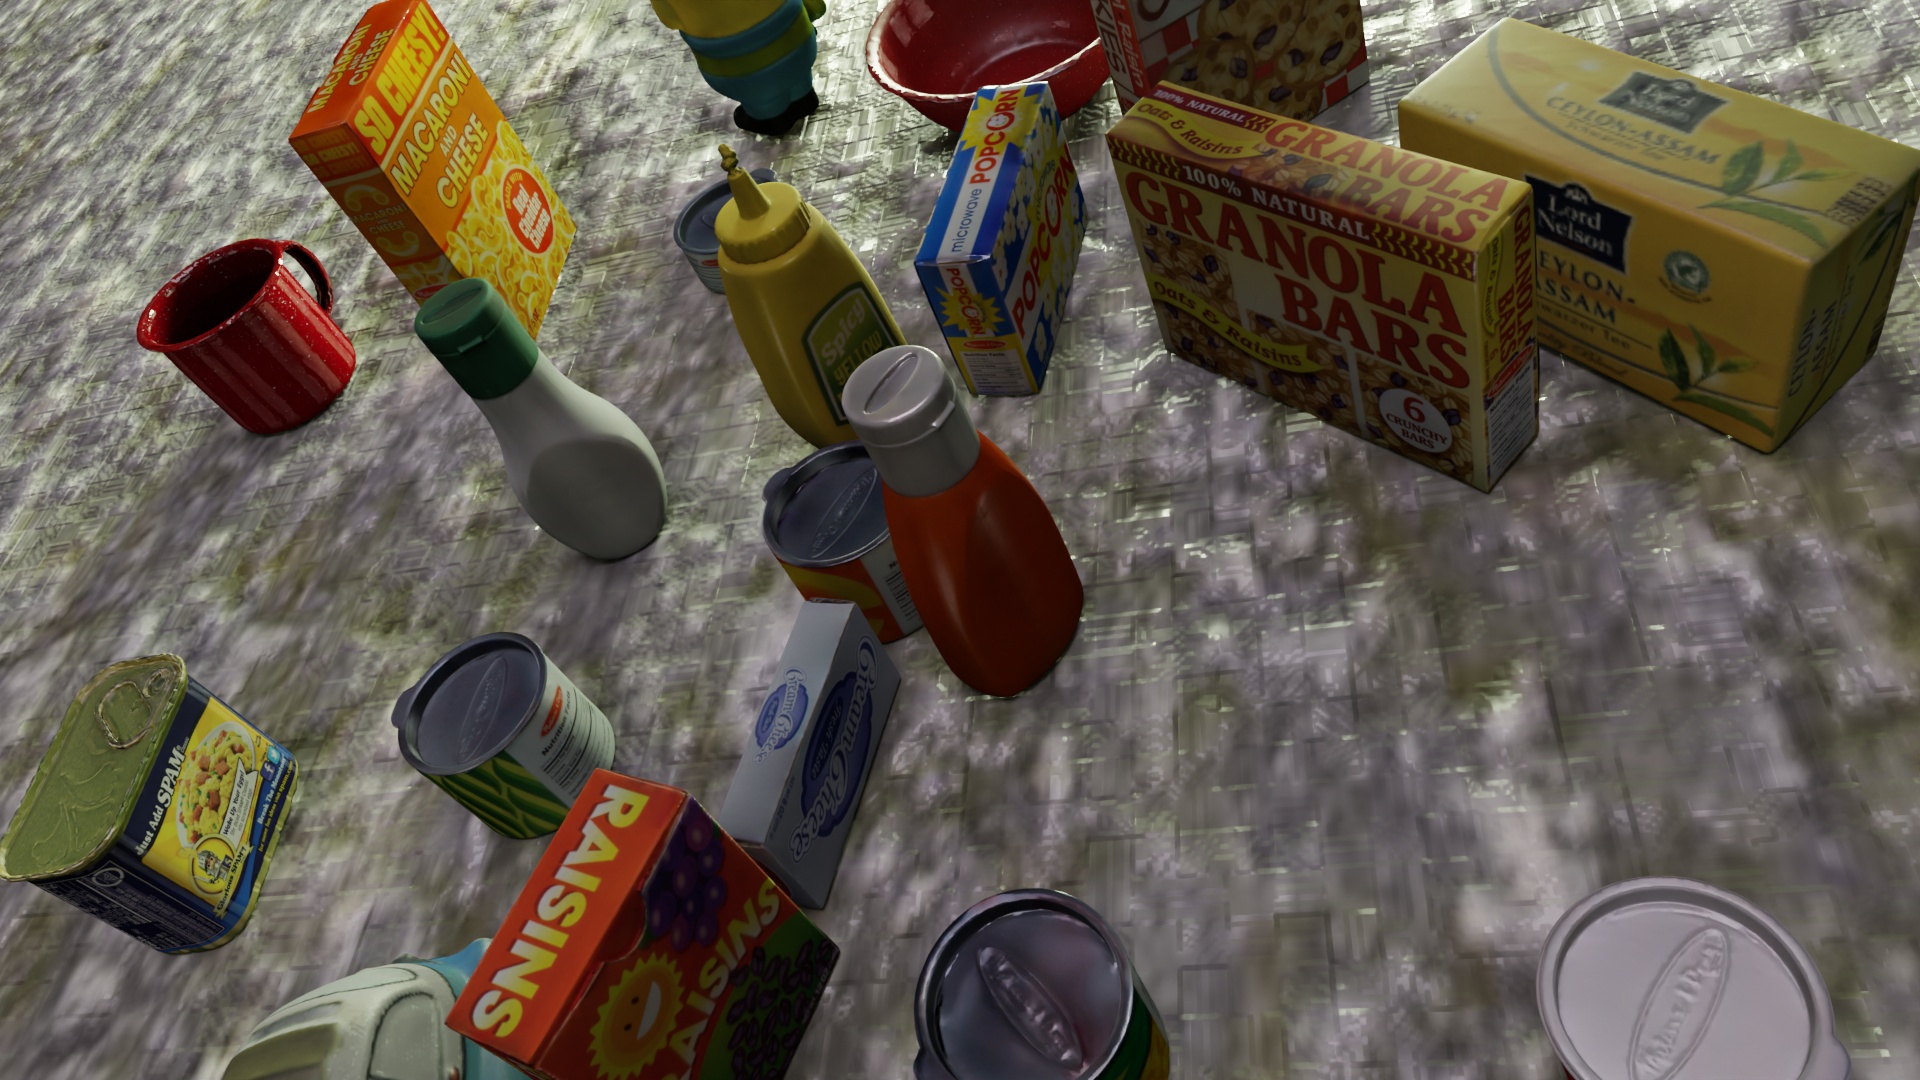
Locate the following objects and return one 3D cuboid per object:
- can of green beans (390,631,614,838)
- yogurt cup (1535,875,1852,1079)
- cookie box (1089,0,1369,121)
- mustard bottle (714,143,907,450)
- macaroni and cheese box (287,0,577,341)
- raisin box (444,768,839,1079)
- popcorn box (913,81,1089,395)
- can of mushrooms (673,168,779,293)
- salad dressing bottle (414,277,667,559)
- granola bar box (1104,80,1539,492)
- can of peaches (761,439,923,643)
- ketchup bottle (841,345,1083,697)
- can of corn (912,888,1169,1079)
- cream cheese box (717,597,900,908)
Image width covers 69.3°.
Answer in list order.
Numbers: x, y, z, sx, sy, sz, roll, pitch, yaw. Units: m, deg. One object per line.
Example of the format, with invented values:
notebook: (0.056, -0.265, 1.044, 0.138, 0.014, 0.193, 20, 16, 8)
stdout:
can of green beans: (-0.185, 0.081, 0.571, 0.071, 0.057, 0.071, -12, 49, 14)
yogurt cup: (0.191, 0.132, 0.372, 0.072, 0.053, 0.073, -12, 49, 14)
cookie box: (0.125, -0.261, 0.652, 0.123, 0.166, 0.040, -34, 47, -6)
mustard bottle: (-0.070, -0.105, 0.609, 0.049, 0.159, 0.065, 26, 66, 37)
macaroni and cheese box: (-0.285, -0.195, 0.772, 0.040, 0.165, 0.124, -9, 49, 16)
raisin box: (-0.092, 0.140, 0.437, 0.040, 0.123, 0.086, 9, 57, 29)
popcorn box: (0.022, -0.142, 0.652, 0.038, 0.085, 0.127, 0, 52, 23)
can of mushrooms: (-0.121, -0.172, 0.774, 0.071, 0.033, 0.071, -12, 49, 14)
salad dressing bottle: (-0.185, -0.052, 0.621, 0.064, 0.147, 0.044, -30, 47, -2)
granola bar box: (0.141, -0.101, 0.541, 0.039, 0.123, 0.166, -44, 49, -15)
can of peaches: (-0.043, 0.001, 0.578, 0.071, 0.057, 0.071, -12, 49, 14)
ketchup bottle: (0.002, -0.006, 0.503, 0.043, 0.148, 0.065, 20, 62, 35)
can of corn: (0.024, 0.151, 0.423, 0.071, 0.058, 0.071, -12, 49, 14)
cream cheese box: (-0.055, 0.079, 0.521, 0.024, 0.053, 0.104, 1, 53, 24)
